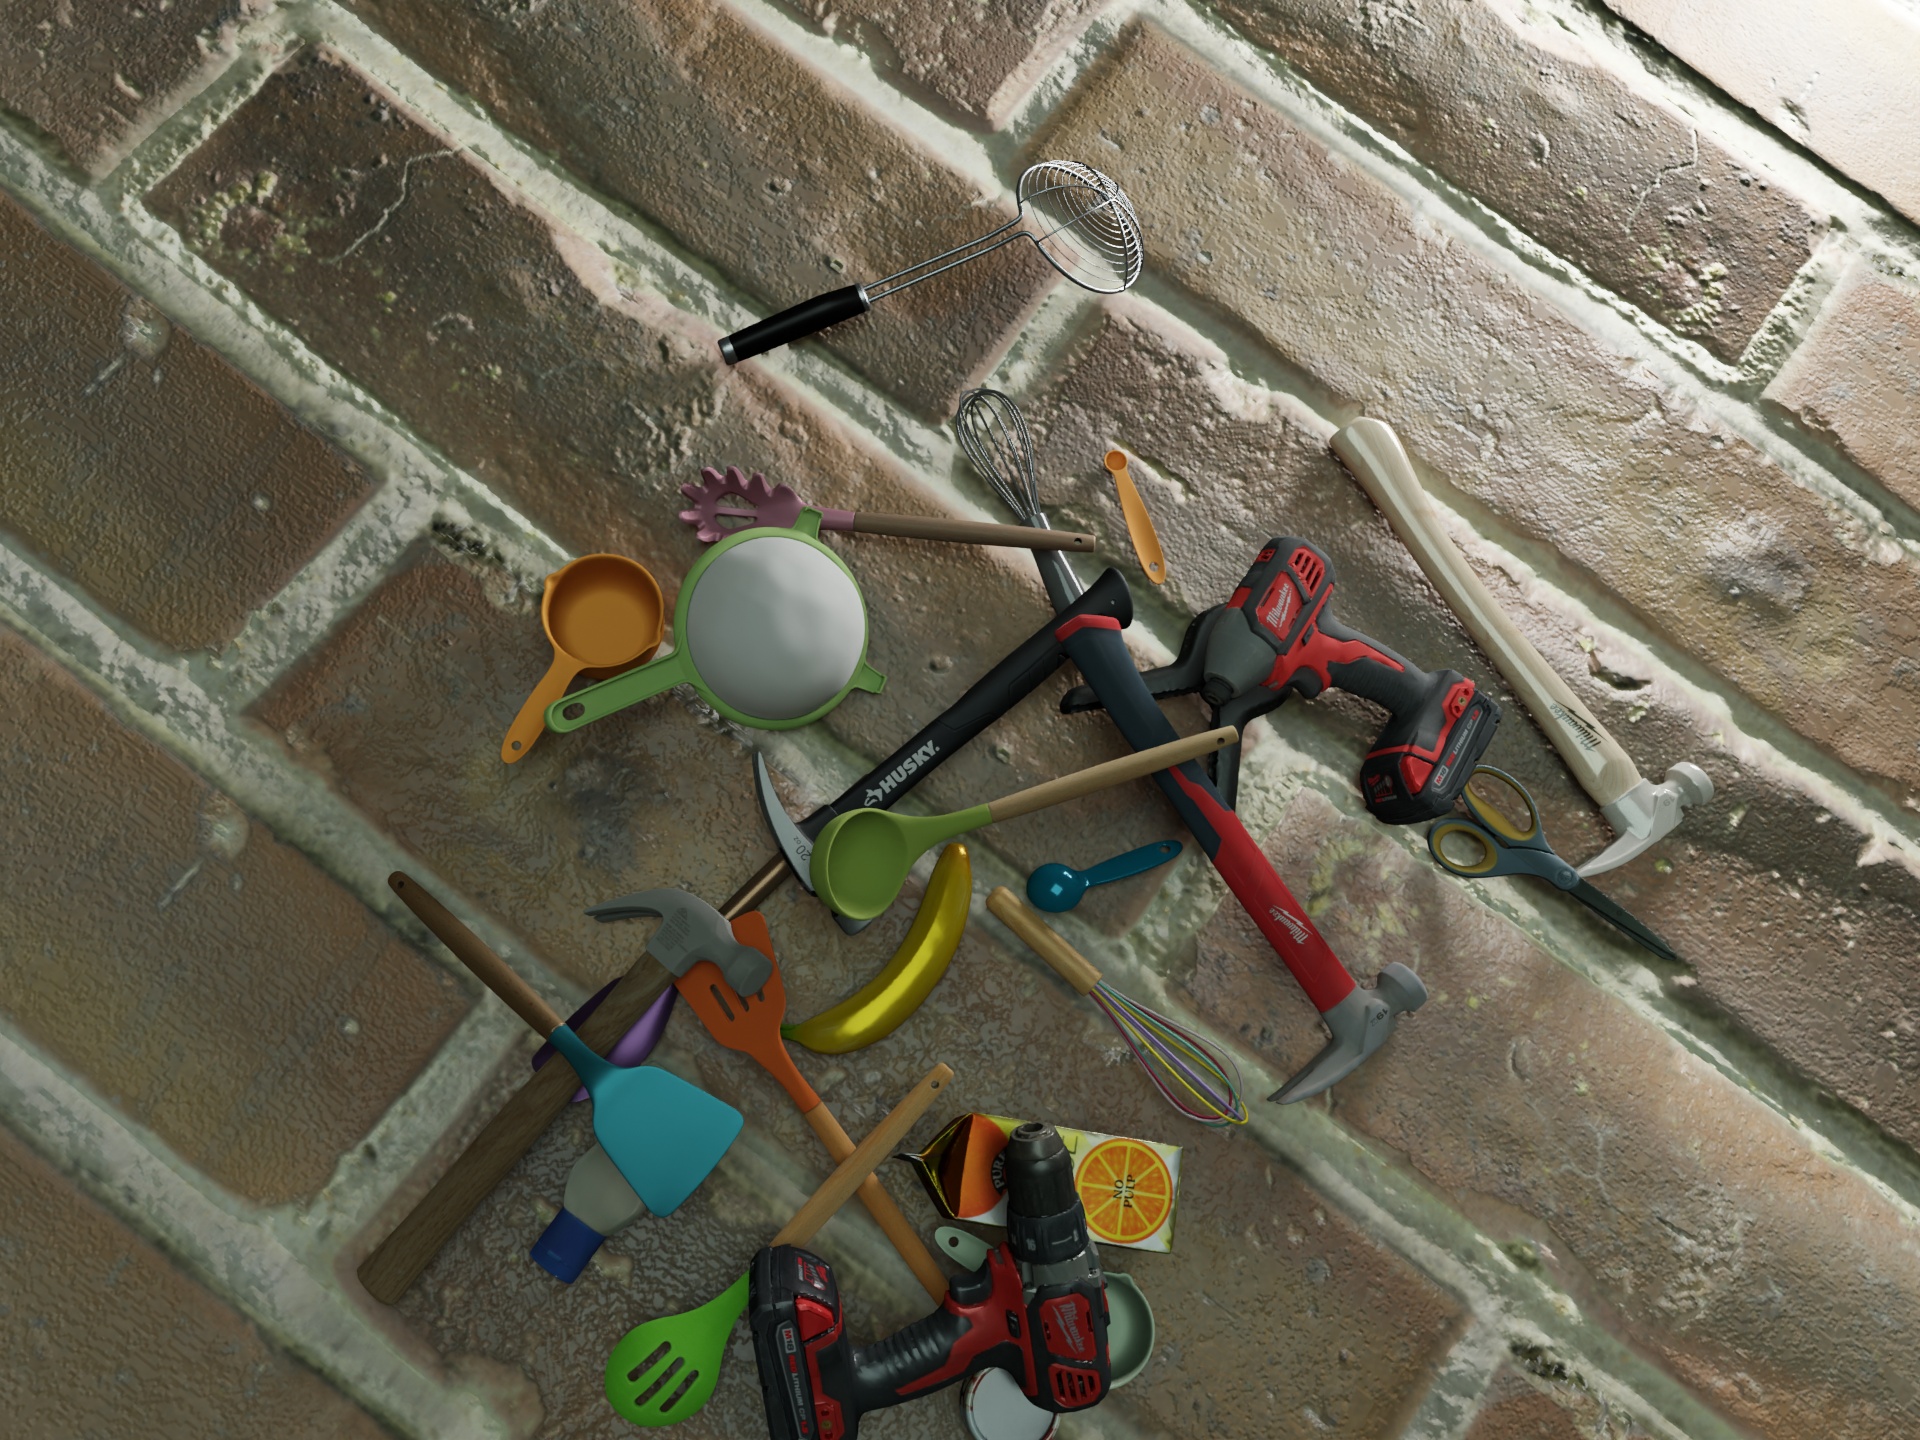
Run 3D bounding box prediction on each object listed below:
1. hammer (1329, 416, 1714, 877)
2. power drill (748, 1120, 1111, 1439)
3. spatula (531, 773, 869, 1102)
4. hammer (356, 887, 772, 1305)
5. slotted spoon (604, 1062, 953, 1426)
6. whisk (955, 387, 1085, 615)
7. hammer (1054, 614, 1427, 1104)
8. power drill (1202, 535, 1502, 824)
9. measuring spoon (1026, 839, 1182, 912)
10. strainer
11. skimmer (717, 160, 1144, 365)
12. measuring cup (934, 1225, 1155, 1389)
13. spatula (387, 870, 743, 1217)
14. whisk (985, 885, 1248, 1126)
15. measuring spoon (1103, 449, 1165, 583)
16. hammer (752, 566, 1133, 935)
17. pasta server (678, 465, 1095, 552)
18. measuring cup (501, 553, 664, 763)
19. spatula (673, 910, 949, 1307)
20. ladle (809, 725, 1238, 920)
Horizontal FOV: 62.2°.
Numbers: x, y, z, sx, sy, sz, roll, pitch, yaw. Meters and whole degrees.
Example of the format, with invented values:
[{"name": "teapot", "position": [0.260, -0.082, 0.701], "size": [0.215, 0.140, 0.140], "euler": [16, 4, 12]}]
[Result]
[{"name": "hammer", "position": [0.422, -0.067, 1.277], "size": [0.146, 0.038, 0.411], "euler": [-32, 81, -13]}, {"name": "power drill", "position": [-0.019, 0.363, 1.017], "size": [0.226, 0.080, 0.188], "euler": [-9, 99, -6]}, {"name": "spatula", "position": [-0.173, 0.150, 1.143], "size": [0.060, 0.018, 0.316], "euler": [42, 74, 11]}, {"name": "hammer", "position": [-0.282, 0.251, 1.077], "size": [0.130, 0.031, 0.331], "euler": [36, 78, 25]}, {"name": "slotted spoon", "position": [-0.117, 0.348, 1.063], "size": [0.070, 0.031, 0.314], "euler": [44, 83, -3]}, {"name": "whisk", "position": [0.058, -0.156, 1.249], "size": [0.055, 0.055, 0.239], "euler": [-23, 84, -13]}, {"name": "hammer", "position": [0.180, 0.093, 1.166], "size": [0.143, 0.038, 0.386], "euler": [-36, 92, -14]}, {"name": "power drill", "position": [0.286, -0.023, 1.200], "size": [0.219, 0.078, 0.143], "euler": [38, 72, -9]}, {"name": "measuring spoon", "position": [0.109, 0.107, 1.186], "size": [0.128, 0.021, 0.042], "euler": [-18, 48, -16]}, {"name": "strainer", "position": [-0.171, -0.048, 1.133], "size": [0.256, 0.069, 0.151], "euler": [-25, 101, -24]}, {"name": "skimmer", "position": [-0.021, -0.355, 1.299], "size": [0.363, 0.090, 0.127], "euler": [-23, 79, -3]}, {"name": "measuring cup", "position": [0.054, 0.395, 1.097], "size": [0.167, 0.038, 0.083], "euler": [30, 73, 3]}, {"name": "spatula", "position": [-0.283, 0.198, 1.068], "size": [0.318, 0.044, 0.082], "euler": [36, 80, 25]}, {"name": "whisk", "position": [0.114, 0.208, 1.160], "size": [0.245, 0.051, 0.047], "euler": [42, 48, 9]}, {"name": "measuring spoon", "position": [0.140, -0.163, 1.279], "size": [0.021, 0.011, 0.117], "euler": [-17, 81, -12]}, {"name": "hammer", "position": [-0.002, -0.004, 1.174], "size": [0.335, 0.035, 0.146], "euler": [-40, 97, -14]}, {"name": "pasta server", "position": [-0.055, -0.150, 1.214], "size": [0.316, 0.040, 0.060], "euler": [6, 90, 2]}, {"name": "measuring cup", "position": [-0.282, -0.038, 1.164], "size": [0.095, 0.052, 0.174], "euler": [29, 75, 1]}, {"name": "spatula", "position": [-0.087, 0.284, 1.102], "size": [0.081, 0.041, 0.322], "euler": [-34, 91, 6]}, {"name": "ladle", "position": [0.048, 0.061, 1.112], "size": [0.320, 0.062, 0.078], "euler": [-18, 109, -6]}]
